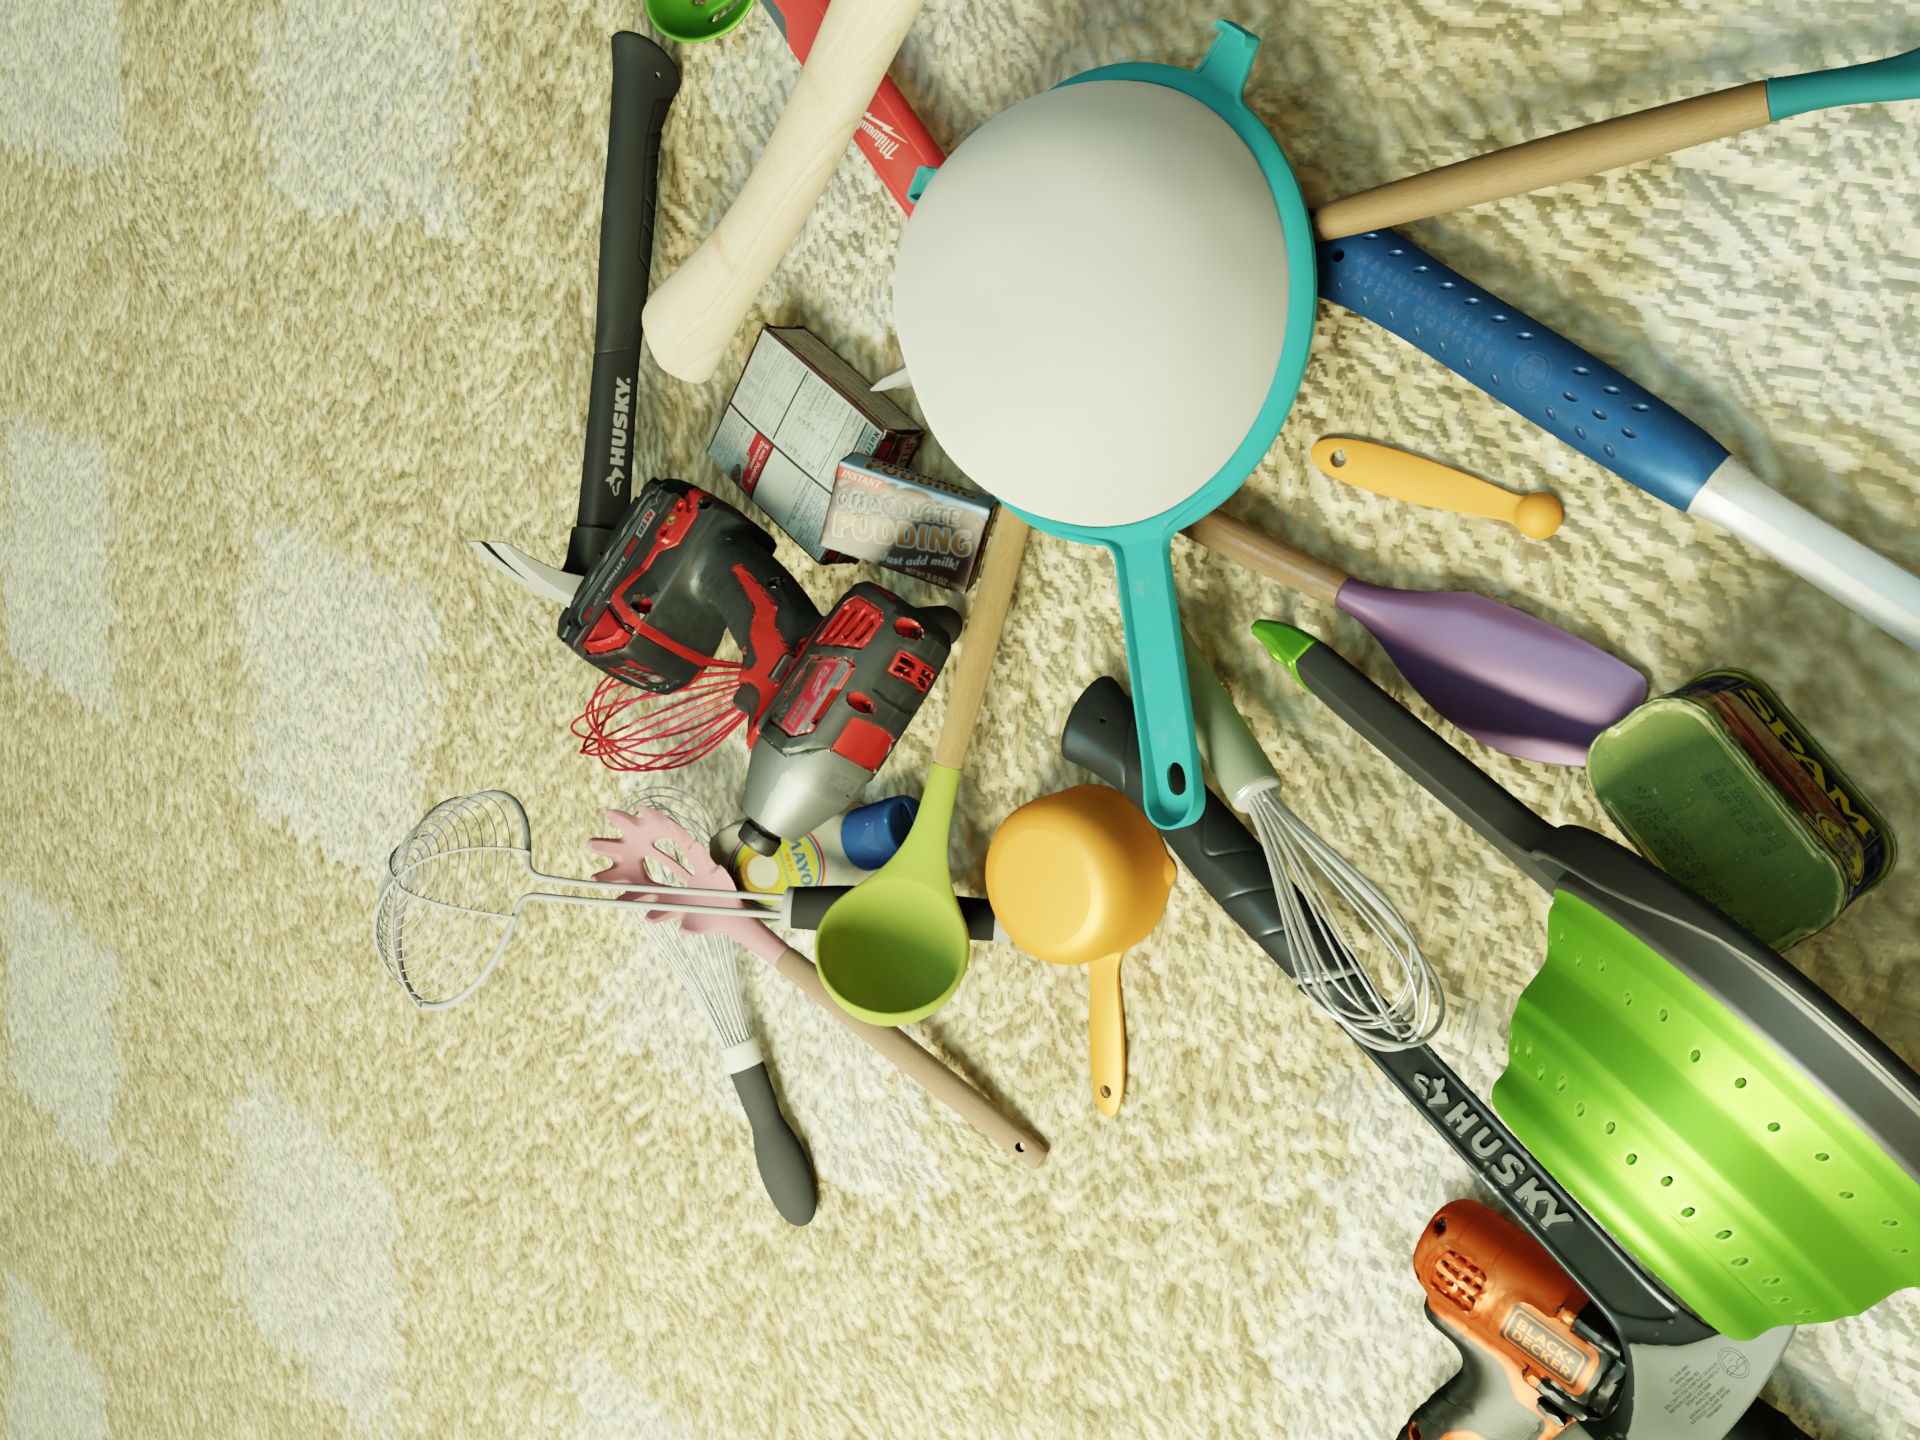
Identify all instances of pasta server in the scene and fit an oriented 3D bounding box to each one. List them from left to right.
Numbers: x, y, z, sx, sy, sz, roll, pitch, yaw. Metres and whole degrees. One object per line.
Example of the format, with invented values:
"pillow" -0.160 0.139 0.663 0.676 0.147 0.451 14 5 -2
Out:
"pasta server" -0.082 0.150 0.895 0.316 0.040 0.060 35 95 17

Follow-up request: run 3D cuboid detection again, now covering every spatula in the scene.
"spatula" 0.149 -0.067 0.716 0.316 0.018 0.059 32 119 26
"spatula" 0.262 -0.226 0.576 0.317 0.044 0.082 -7 58 33

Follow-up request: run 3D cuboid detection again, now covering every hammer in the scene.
"hammer" -0.204 -0.229 0.928 0.035 0.146 0.335 7 92 40
"hammer" -0.090 -0.360 0.835 0.143 0.038 0.386 -40 79 37
"hammer" -0.055 -0.287 0.750 0.146 0.038 0.410 31 143 -12
"hammer" 0.178 0.123 0.692 0.149 0.036 0.409 -39 60 -2
"hammer" 0.294 -0.087 0.594 0.406 0.035 0.144 43 121 26

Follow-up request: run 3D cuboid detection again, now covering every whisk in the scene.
"whisk" -0.145 0.175 0.978 0.070 0.070 0.284 -24 87 39
"whisk" -0.119 -0.022 0.925 0.296 0.073 0.073 -15 87 34
"whisk" 0.137 0.039 0.706 0.247 0.059 0.057 64 149 33

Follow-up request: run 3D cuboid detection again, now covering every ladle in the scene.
"ladle" -0.001 -0.003 0.798 0.078 0.062 0.320 16 93 7

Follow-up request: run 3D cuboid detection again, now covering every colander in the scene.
"colander" 0.212 0.093 0.596 0.094 0.204 0.398 -46 47 5

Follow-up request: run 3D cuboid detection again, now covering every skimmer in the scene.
"skimmer" -0.152 0.107 0.885 0.363 0.090 0.127 4 67 3

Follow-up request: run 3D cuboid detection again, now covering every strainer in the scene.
"strainer" 0.049 -0.117 0.687 0.211 0.095 0.340 -9 89 42

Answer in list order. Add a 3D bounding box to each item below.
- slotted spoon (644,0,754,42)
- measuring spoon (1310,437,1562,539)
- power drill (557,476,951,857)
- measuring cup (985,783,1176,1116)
"slotted spoon" -0.051 -0.442 0.827 0.314 0.031 0.070 -15 87 37
"measuring spoon" 0.200 -0.101 0.682 0.117 0.011 0.021 25 111 34
"power drill" -0.113 -0.030 0.831 0.220 0.078 0.143 34 92 41
"measuring cup" 0.058 0.121 0.802 0.095 0.052 0.173 -1 94 39
